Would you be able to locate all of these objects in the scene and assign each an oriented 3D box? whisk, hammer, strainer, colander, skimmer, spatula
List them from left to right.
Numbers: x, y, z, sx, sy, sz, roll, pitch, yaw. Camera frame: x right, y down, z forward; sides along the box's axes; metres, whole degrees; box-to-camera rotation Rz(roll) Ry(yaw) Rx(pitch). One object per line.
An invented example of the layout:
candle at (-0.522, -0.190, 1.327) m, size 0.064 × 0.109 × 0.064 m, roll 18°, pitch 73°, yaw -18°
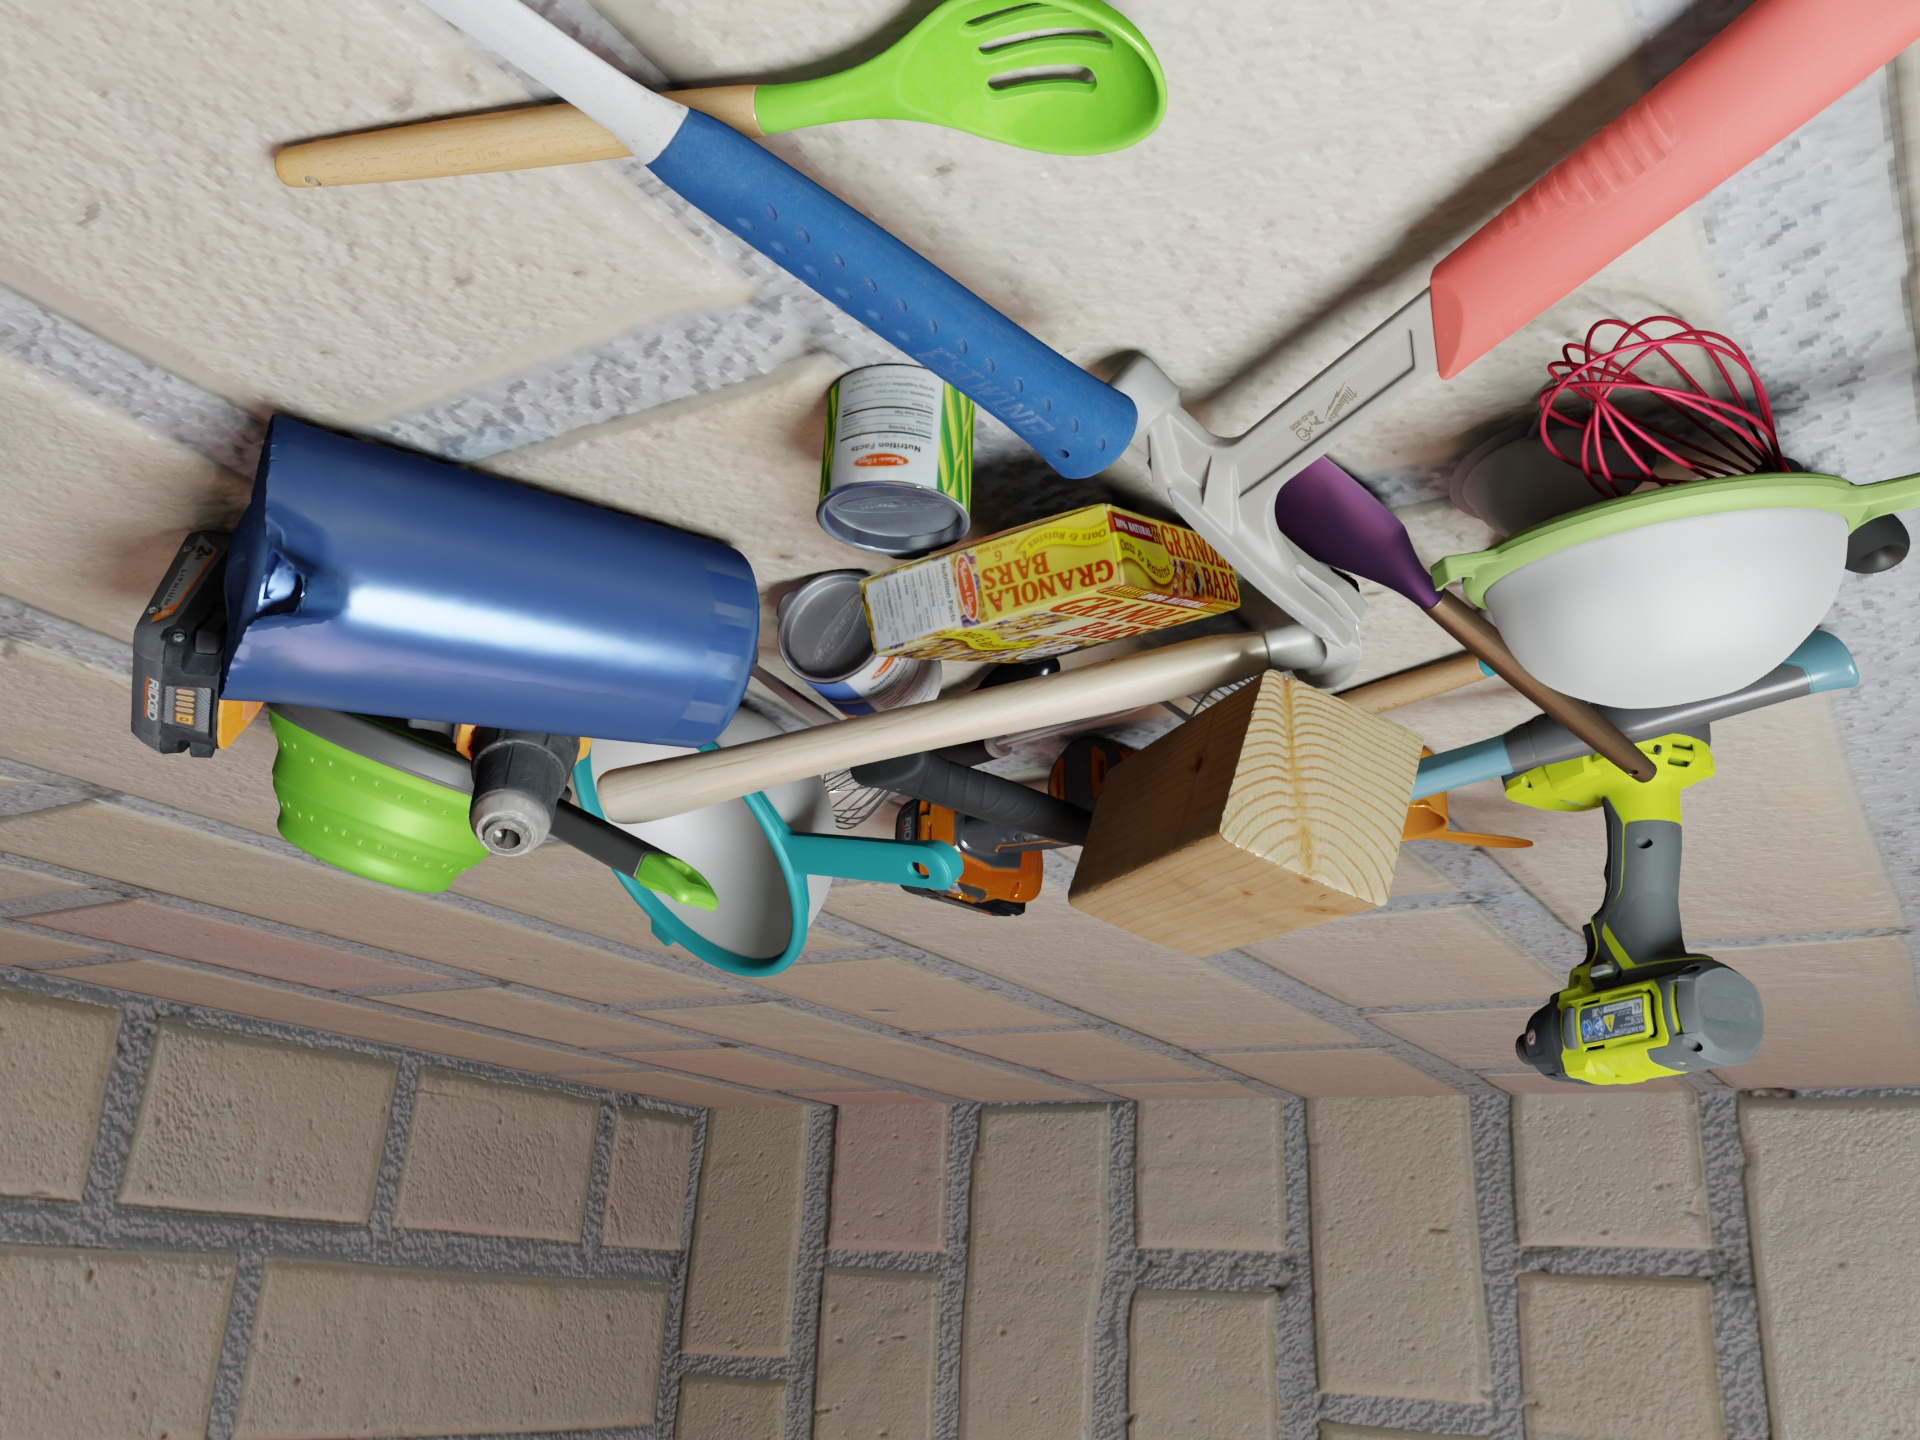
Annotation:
colander at (-0.295, 0.070, 0.945) m, size 0.397 × 0.094 × 0.204 m, roll 20°, pitch 176°, yaw 37°
hammer at (-0.095, -0.183, 0.475) m, size 0.405 × 0.035 × 0.144 m, roll 27°, pitch 150°, yaw -33°
strainer at (-0.107, 0.060, 1.010) m, size 0.340 × 0.095 × 0.210 m, roll 1°, pitch 120°, yaw 43°
whisk at (-0.030, 0.014, 1.035) m, size 0.070 × 0.070 × 0.284 m, roll 17°, pitch 151°, yaw -33°
hammer at (-0.001, -0.003, 0.821) m, size 0.410 × 0.038 × 0.146 m, roll -13°, pitch 171°, yaw 13°
skimmer at (0.068, 0.031, 1.012) m, size 0.363 × 0.090 × 0.127 m, roll -16°, pitch 155°, yaw 42°
hammer at (0.072, 0.068, 0.998) m, size 0.334 × 0.035 × 0.146 m, roll 20°, pitch 154°, yaw -36°
spatula at (0.285, -0.015, 0.919) m, size 0.082 × 0.044 × 0.317 m, roll -15°, pitch 176°, yaw -38°
spatula at (0.247, -0.047, 0.785) m, size 0.315 × 0.018 × 0.060 m, roll 32°, pitch 149°, yaw -25°
strainer at (0.270, -0.079, 0.758) m, size 0.087 × 0.050 × 0.258 m, roll -3°, pitch 162°, yaw 9°
hammer at (0.327, 0.014, 0.908) m, size 0.331 × 0.128 × 0.033 m, roll -19°, pitch 113°, yaw 22°
hammer at (0.193, -0.146, 0.529) m, size 0.149 × 0.037 × 0.359 m, roll 42°, pitch 145°, yaw -9°
whisk at (0.330, -0.103, 0.661) m, size 0.295 × 0.073 × 0.073 m, roll 12°, pitch 159°, yaw -40°
strainer at (0.323, -0.052, 0.601) m, size 0.256 × 0.069 × 0.151 m, roll -14°, pitch 166°, yaw 38°

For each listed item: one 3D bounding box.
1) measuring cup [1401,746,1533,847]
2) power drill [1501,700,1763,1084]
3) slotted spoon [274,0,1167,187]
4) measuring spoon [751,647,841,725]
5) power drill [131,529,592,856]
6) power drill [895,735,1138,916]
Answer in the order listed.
measuring cup at (0.322, 0.053, 1.090) m, size 0.173 × 0.052 × 0.095 m, roll 10°, pitch 159°, yaw -22°
power drill at (0.394, 0.106, 0.969) m, size 0.080 × 0.223 × 0.171 m, roll 10°, pitch 159°, yaw -17°
slotted spoon at (-0.089, -0.197, 0.516) m, size 0.314 × 0.031 × 0.070 m, roll -1°, pitch 159°, yaw 16°
measuring spoon at (-0.096, -0.021, 0.922) m, size 0.124 × 0.018 × 0.034 m, roll 35°, pitch 157°, yaw 22°
power drill at (-0.308, -0.011, 0.840) m, size 0.226 × 0.186 × 0.084 m, roll 11°, pitch 125°, yaw -15°
power drill at (0.079, 0.083, 1.171) m, size 0.164 × 0.084 × 0.226 m, roll 21°, pitch 150°, yaw -40°
